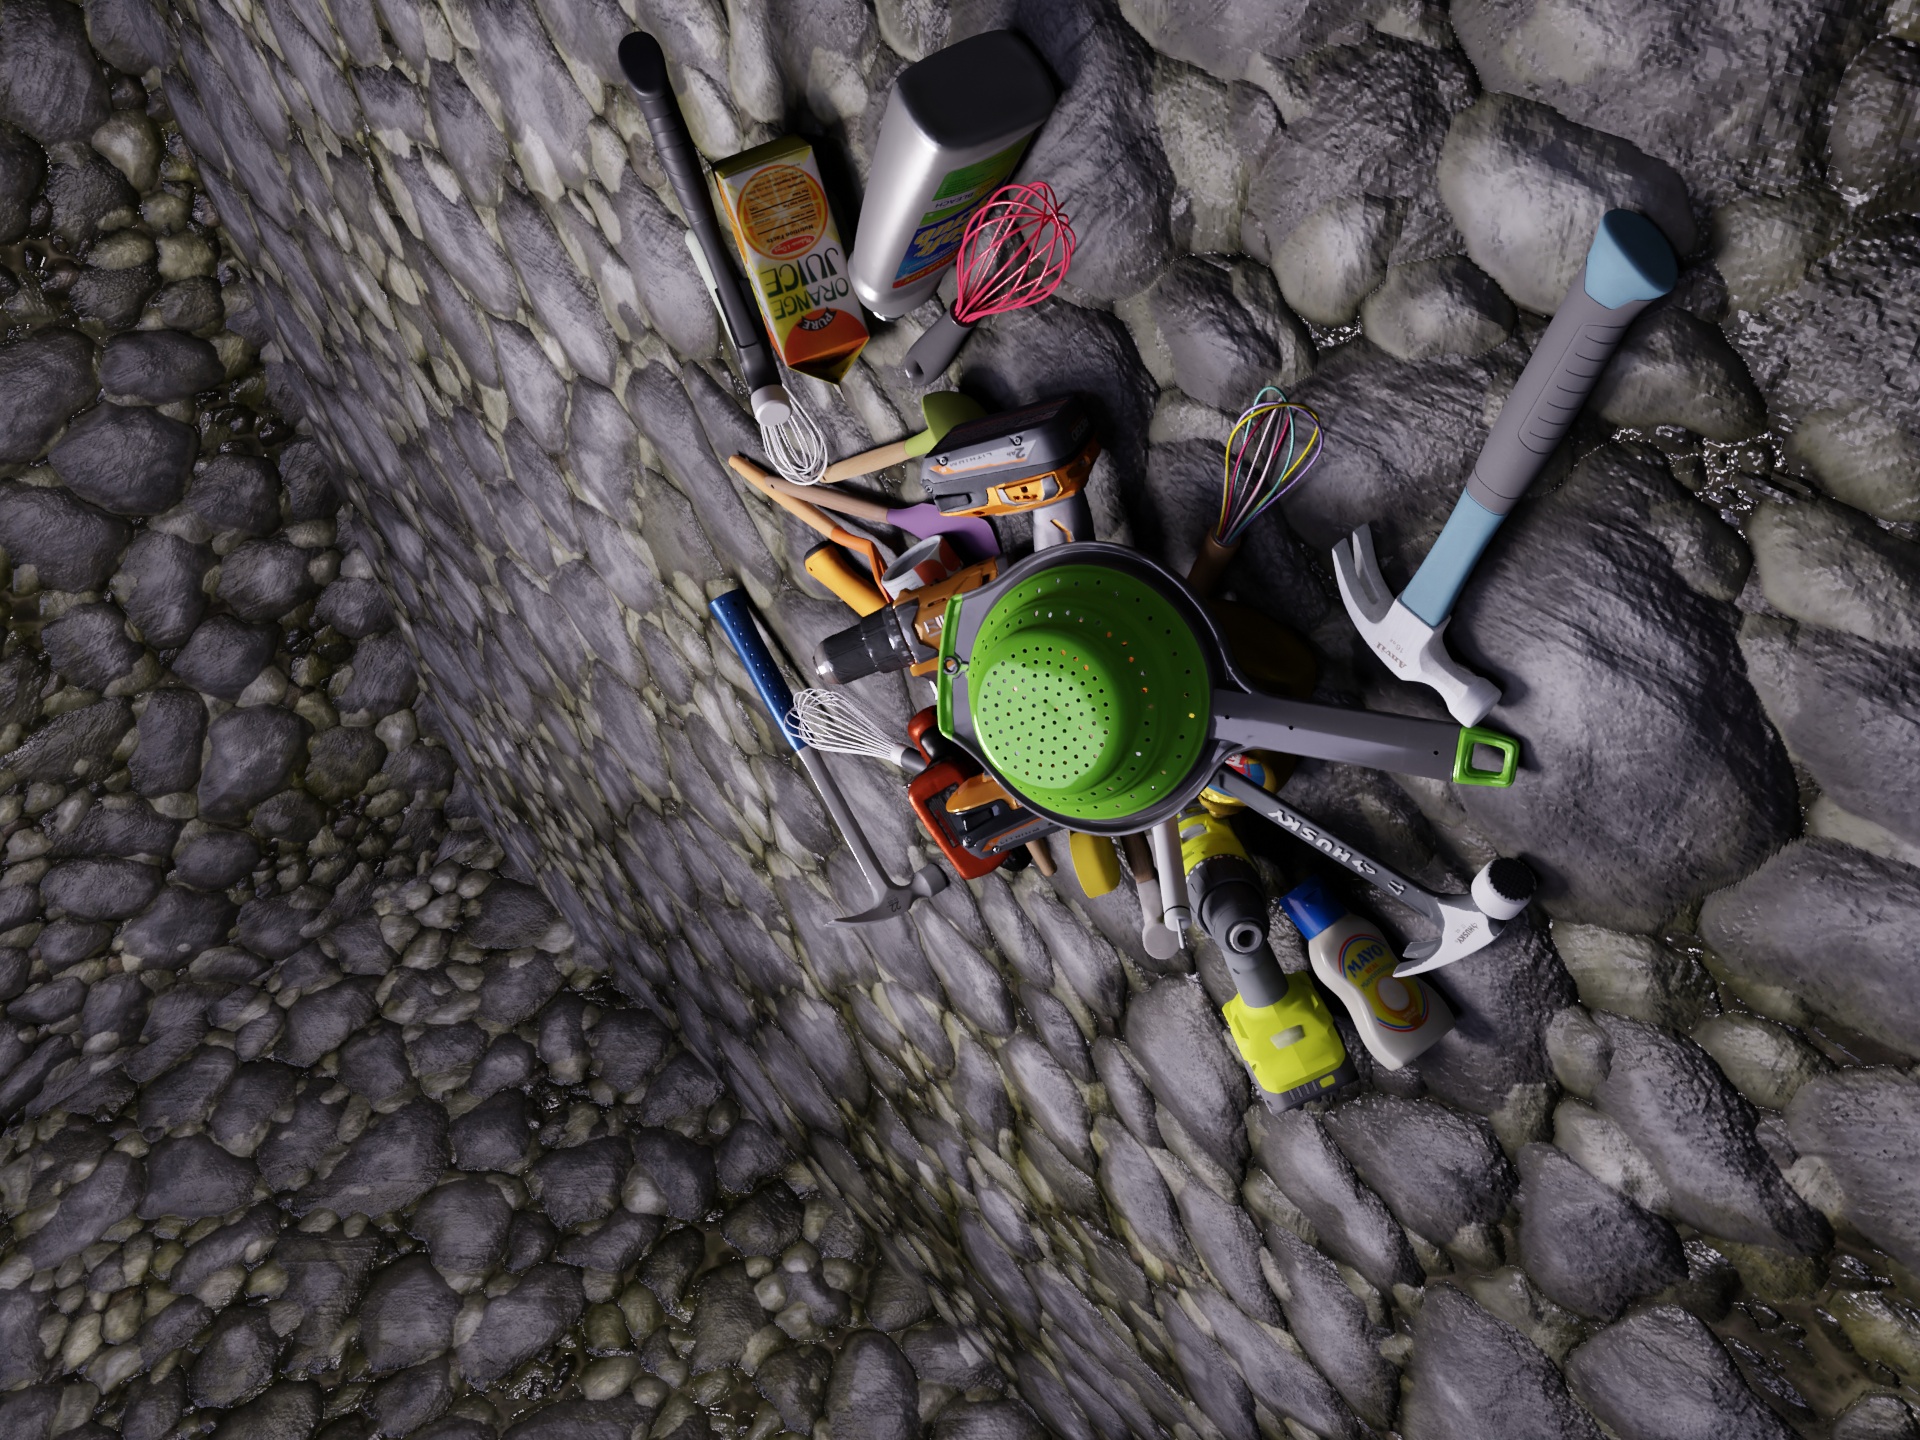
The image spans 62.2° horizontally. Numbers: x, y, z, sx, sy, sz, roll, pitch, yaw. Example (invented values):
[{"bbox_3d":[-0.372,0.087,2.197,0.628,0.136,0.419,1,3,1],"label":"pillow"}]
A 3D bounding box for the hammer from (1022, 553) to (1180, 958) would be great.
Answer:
[{"bbox_3d":[0.115,0.021,1.284,0.130,0.031,0.331,-71,-38,-75],"label":"hammer"}]

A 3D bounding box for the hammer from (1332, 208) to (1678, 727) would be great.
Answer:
[{"bbox_3d":[0.291,-0.129,0.853,0.128,0.033,0.330,44,152,20],"label":"hammer"}]

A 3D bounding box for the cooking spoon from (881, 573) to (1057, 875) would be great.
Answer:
[{"bbox_3d":[0.009,0.008,1.418,0.318,0.017,0.069,61,-170,-17],"label":"cooking spoon"}]

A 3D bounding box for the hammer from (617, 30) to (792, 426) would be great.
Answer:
[{"bbox_3d":[-0.199,-0.387,1.238,0.334,0.035,0.146,72,179,-60],"label":"hammer"}]

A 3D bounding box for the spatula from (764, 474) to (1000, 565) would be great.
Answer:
[{"bbox_3d":[-0.076,-0.185,1.418,0.316,0.018,0.059,22,145,43],"label":"spatula"}]

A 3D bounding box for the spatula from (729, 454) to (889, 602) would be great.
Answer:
[{"bbox_3d":[-0.137,-0.180,1.499,0.323,0.041,0.080,38,167,40],"label":"spatula"}]

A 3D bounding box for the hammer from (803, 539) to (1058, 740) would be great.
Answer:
[{"bbox_3d":[-0.031,-0.065,1.477,0.337,0.034,0.127,39,149,30],"label":"hammer"}]

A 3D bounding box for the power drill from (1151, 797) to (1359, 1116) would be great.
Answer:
[{"bbox_3d":[0.224,0.185,1.216,0.191,0.080,0.228,-104,-12,-69],"label":"power drill"}]

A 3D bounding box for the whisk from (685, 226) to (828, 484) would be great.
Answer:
[{"bbox_3d":[-0.185,-0.325,1.421,0.059,0.058,0.246,-19,102,31],"label":"whisk"}]

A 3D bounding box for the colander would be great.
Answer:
[{"bbox_3d":[0.147,0.000,1.021,0.397,0.094,0.204,10,105,24],"label":"colander"}]

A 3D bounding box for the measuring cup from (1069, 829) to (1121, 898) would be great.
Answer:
[{"bbox_3d":[0.121,0.098,1.334,0.029,0.156,0.062,-17,103,18],"label":"measuring cup"}]

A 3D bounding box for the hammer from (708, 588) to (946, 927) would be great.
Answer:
[{"bbox_3d":[-0.171,0.041,1.761,0.405,0.144,0.035,61,152,4],"label":"hammer"}]

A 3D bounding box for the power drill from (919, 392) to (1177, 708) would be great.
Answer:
[{"bbox_3d":[0.054,-0.109,1.165,0.164,0.084,0.226,-11,116,28],"label":"power drill"}]

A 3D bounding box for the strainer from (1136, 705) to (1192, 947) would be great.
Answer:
[{"bbox_3d":[0.153,0.062,1.191,0.086,0.050,0.259,86,-179,-48],"label":"strainer"}]

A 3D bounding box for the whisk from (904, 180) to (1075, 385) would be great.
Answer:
[{"bbox_3d":[0.009,-0.293,1.117,0.073,0.073,0.296,57,160,-3],"label":"whisk"}]

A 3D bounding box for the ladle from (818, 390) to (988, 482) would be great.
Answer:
[{"bbox_3d":[-0.061,-0.218,1.325,0.078,0.062,0.320,60,157,-15],"label":"ladle"}]

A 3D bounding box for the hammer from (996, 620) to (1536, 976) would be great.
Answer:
[{"bbox_3d":[0.186,0.043,1.110,0.409,0.036,0.149,32,147,11],"label":"hammer"}]

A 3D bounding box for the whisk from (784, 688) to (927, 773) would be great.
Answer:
[{"bbox_3d":[-0.081,0.025,1.652,0.285,0.070,0.070,22,139,40],"label":"whisk"}]

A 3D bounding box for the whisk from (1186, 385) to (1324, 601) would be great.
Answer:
[{"bbox_3d":[0.175,-0.134,1.035,0.051,0.047,0.244,56,159,18],"label":"whisk"}]

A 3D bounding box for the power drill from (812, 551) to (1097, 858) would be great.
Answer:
[{"bbox_3d":[-0.002,-0.004,1.305,0.084,0.185,0.226,-74,-37,-76],"label":"power drill"}]
